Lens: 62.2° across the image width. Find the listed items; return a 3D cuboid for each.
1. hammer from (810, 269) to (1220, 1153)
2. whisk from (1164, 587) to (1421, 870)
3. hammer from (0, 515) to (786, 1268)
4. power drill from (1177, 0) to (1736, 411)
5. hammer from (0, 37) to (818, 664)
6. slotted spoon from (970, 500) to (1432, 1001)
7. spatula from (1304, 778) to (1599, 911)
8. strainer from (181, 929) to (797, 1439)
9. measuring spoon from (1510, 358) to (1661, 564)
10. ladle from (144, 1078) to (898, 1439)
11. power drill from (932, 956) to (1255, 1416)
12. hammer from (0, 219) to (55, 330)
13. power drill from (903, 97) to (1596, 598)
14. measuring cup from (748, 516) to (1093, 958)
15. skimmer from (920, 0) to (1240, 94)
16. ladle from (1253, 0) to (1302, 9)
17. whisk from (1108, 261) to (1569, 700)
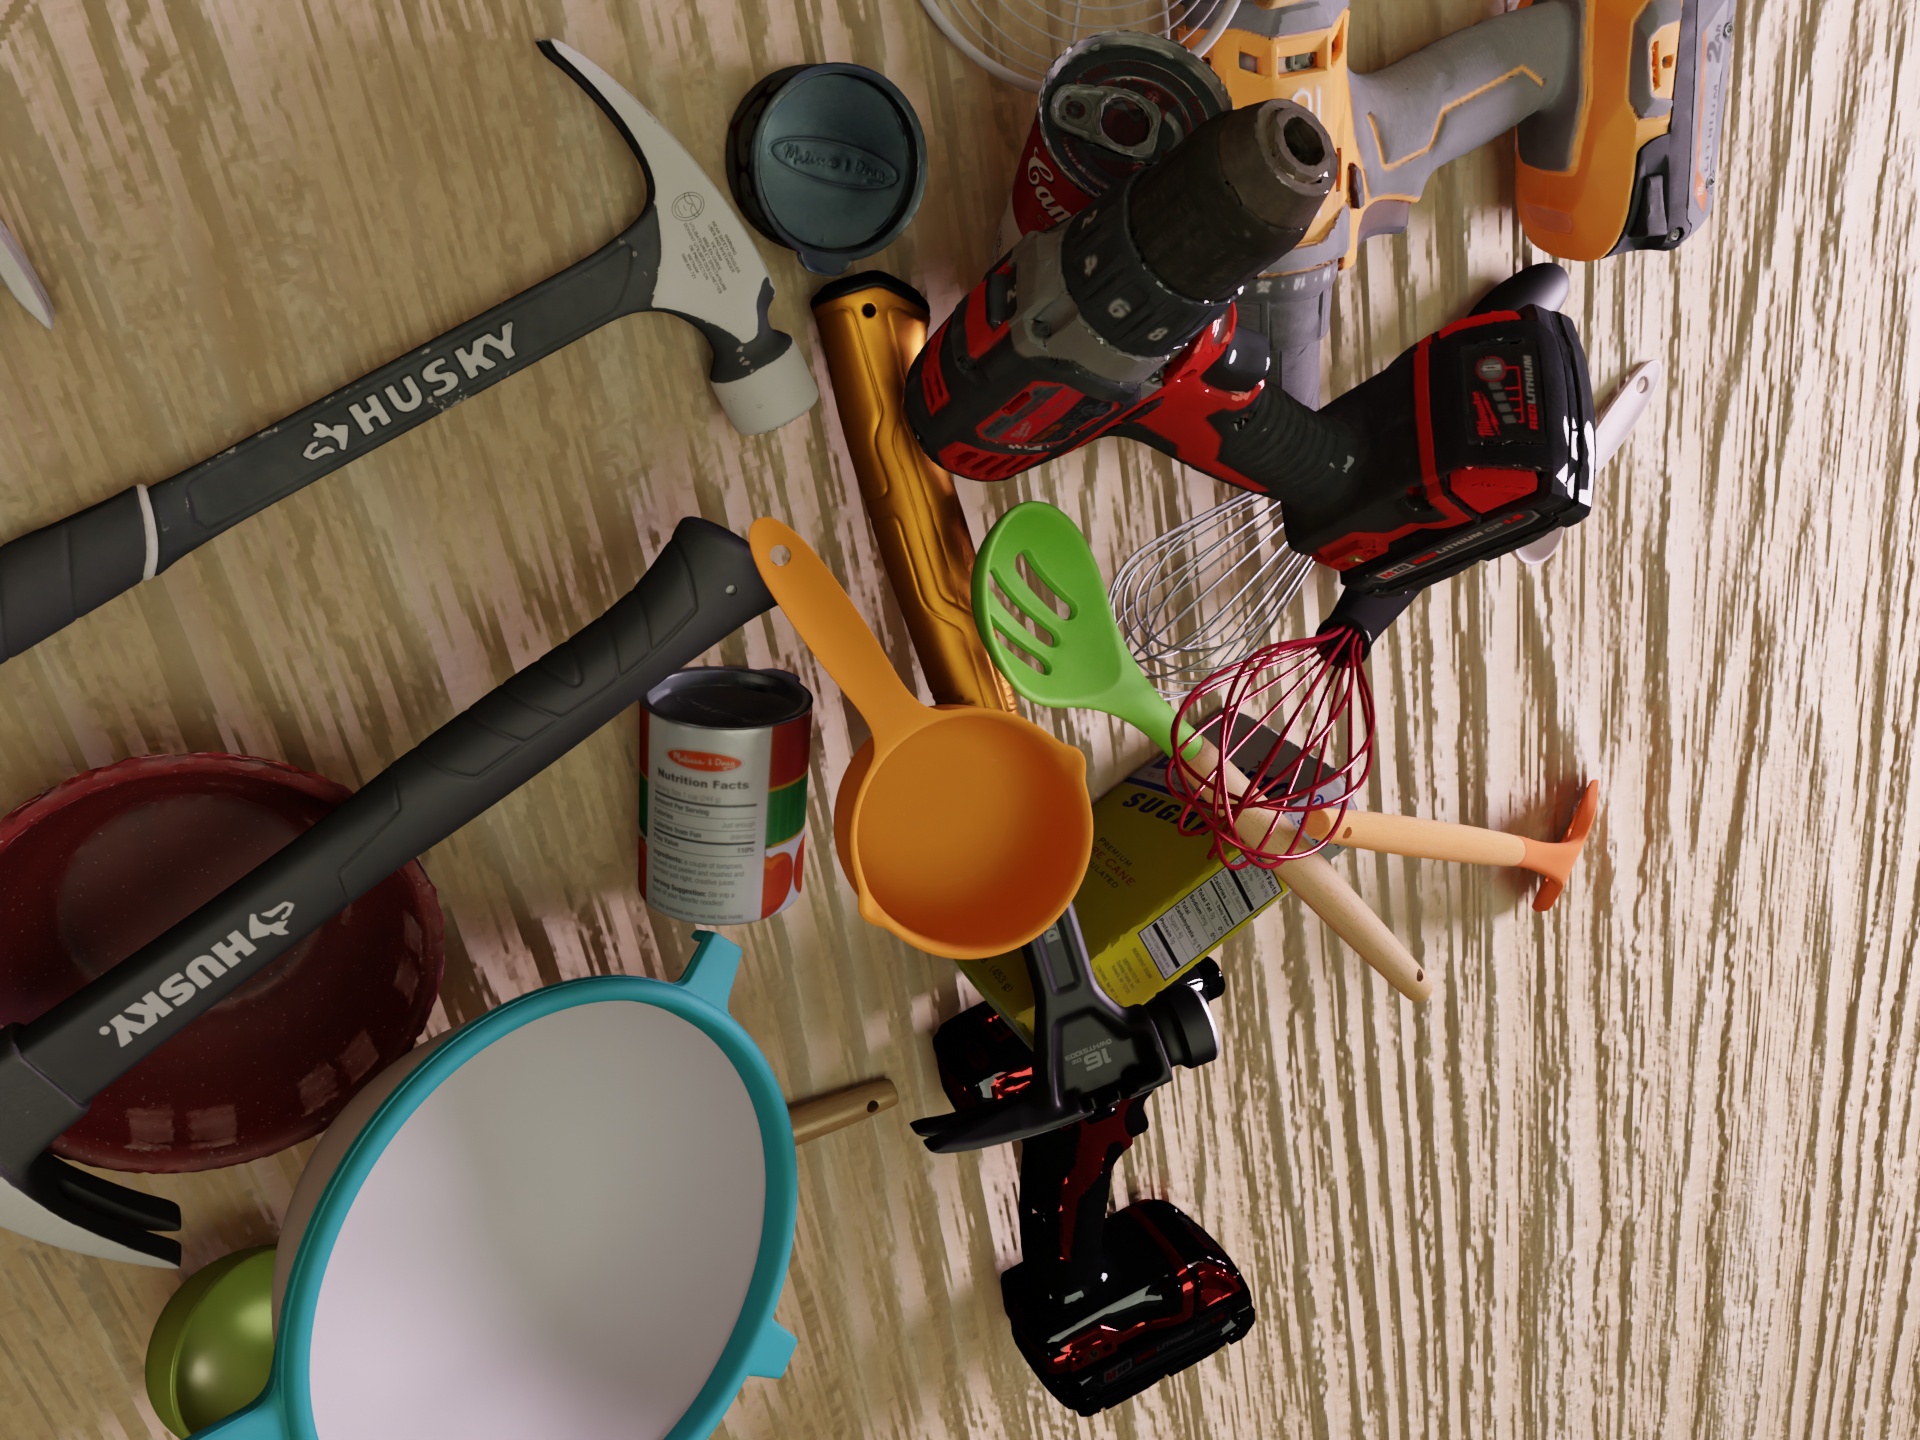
[{"bbox_3d":[-0.001,-0.002,0.612,0.127,0.034,0.337,-19,99,-13],"label":"hammer"},{"bbox_3d":[0.149,-0.023,0.641,0.296,0.073,0.073,-43,134,-52],"label":"whisk"},{"bbox_3d":[-0.195,0.044,0.528,0.335,0.035,0.146,-37,121,-9],"label":"hammer"},{"bbox_3d":[0.196,-0.216,0.654,0.226,0.084,0.185,-15,120,-16],"label":"power drill"},{"bbox_3d":[-0.250,-0.075,0.519,0.409,0.036,0.149,-31,120,-11],"label":"hammer"},{"bbox_3d":[0.104,0.028,0.634,0.313,0.031,0.070,43,59,-28],"label":"slotted spoon"},{"bbox_3d":[0.243,0.057,0.755,0.322,0.041,0.081,10,105,-47],"label":"spatula"},{"bbox_3d":[-0.210,0.207,0.544,0.340,0.095,0.211,-20,110,-44],"label":"strainer"},{"bbox_3d":[0.305,-0.130,0.783,0.034,0.018,0.124,42,83,-33],"label":"measuring spoon"},{"bbox_3d":[-0.168,0.214,0.669,0.320,0.062,0.078,-15,110,-23],"label":"ladle"},{"bbox_3d":[0.074,0.216,0.779,0.143,0.079,0.219,-20,115,-18],"label":"power drill"},{"bbox_3d":[-0.451,-0.033,0.438,0.410,0.038,0.146,-45,124,-2],"label":"hammer"},{"bbox_3d":[0.115,-0.120,0.543,0.226,0.188,0.080,11,71,-28],"label":"power drill"},{"bbox_3d":[-0.025,0.003,0.562,0.095,0.052,0.173,-36,101,-10],"label":"measuring cup"},{"bbox_3d":[-0.086,-0.250,0.493,0.363,0.090,0.127,-10,148,-20],"label":"skimmer"},{"bbox_3d":[0.217,-0.315,0.600,0.315,0.031,0.069,-32,108,-28],"label":"ladle"},{"bbox_3d":[0.171,-0.111,0.701,0.284,0.070,0.070,-41,123,-11],"label":"whisk"}]
